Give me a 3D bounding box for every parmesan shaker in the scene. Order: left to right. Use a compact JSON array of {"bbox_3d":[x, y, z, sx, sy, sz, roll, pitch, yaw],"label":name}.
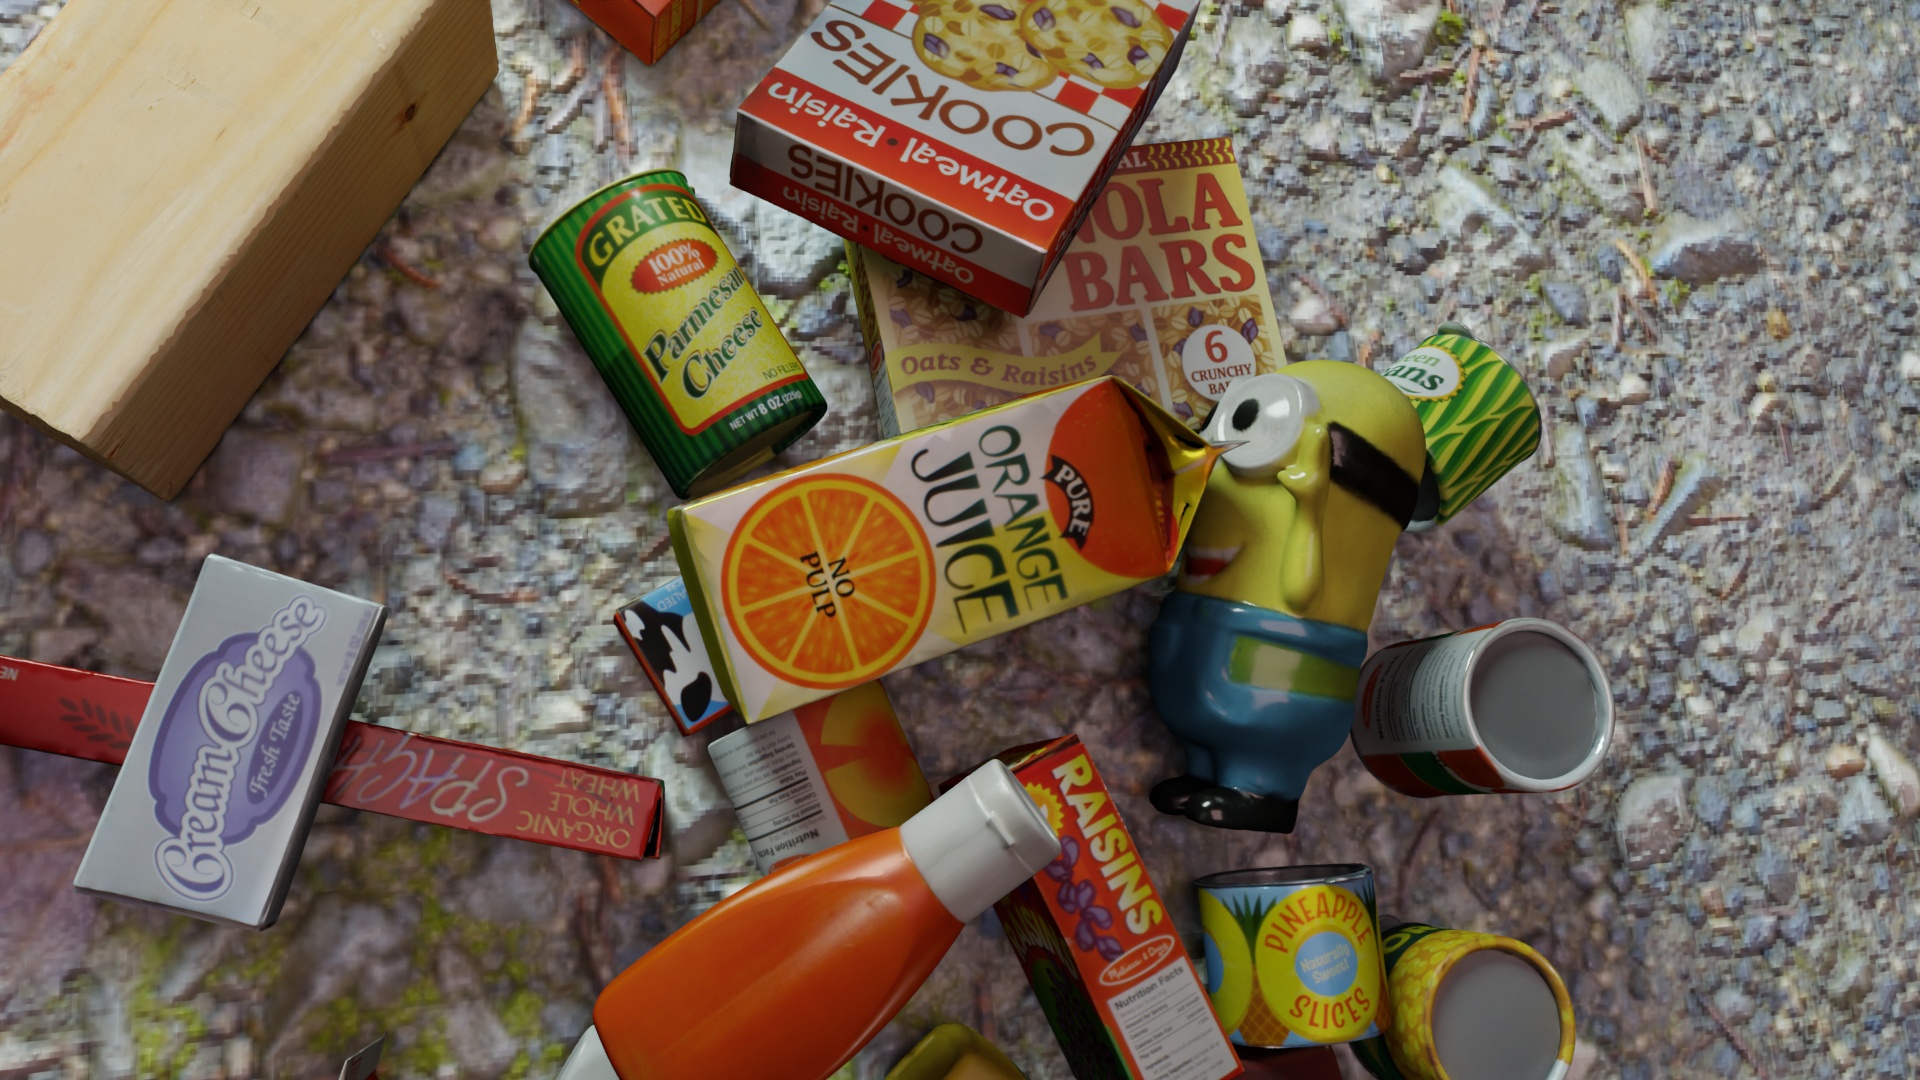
[{"bbox_3d":[-0.101,-0.076,0.514,0.071,0.071,0.103,-32,88,-18],"label":"parmesan shaker"}]

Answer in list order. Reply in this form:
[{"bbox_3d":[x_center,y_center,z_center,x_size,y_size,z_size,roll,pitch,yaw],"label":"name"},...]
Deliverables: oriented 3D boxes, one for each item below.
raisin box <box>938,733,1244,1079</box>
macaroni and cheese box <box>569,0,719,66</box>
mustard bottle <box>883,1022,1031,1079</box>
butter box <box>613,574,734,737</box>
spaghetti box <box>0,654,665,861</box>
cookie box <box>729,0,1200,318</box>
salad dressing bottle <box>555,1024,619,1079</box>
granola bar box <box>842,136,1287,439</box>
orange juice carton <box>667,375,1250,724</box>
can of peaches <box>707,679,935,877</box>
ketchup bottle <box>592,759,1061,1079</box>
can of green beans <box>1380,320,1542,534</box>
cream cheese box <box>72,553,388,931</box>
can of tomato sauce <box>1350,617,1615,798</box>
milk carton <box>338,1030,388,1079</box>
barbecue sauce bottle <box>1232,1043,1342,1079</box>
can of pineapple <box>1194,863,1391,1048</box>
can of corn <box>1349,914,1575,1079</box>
[{"bbox_3d":[0.043,0.134,0.494,0.040,0.086,0.123,-25,85,-16],"label":"raisin box"},{"bbox_3d":[-0.119,-0.295,0.568,0.124,0.040,0.167,39,72,-3],"label":"macaroni and cheese box"},{"bbox_3d":[0.039,0.240,0.485,0.049,0.065,0.160,-43,97,-13],"label":"mustard bottle"},{"bbox_3d":[-0.071,0.025,0.521,0.104,0.024,0.053,-30,87,-18],"label":"butter box"},{"bbox_3d":[-0.222,0.070,0.460,0.250,0.050,0.029,13,77,-11],"label":"spaghetti box"},{"bbox_3d":[0.006,-0.174,0.540,0.123,0.040,0.168,25,57,6],"label":"cookie box"},{"bbox_3d":[-0.071,0.217,0.471,0.147,0.044,0.064,30,65,-8],"label":"salad dressing bottle"},{"bbox_3d":[0.043,-0.094,0.567,0.166,0.039,0.124,-10,82,-16],"label":"granola bar box"},{"bbox_3d":[0.002,-0.006,0.485,0.193,0.072,0.073,-19,96,-15],"label":"orange juice carton"},{"bbox_3d":[-0.047,0.085,0.494,0.071,0.071,0.058,-24,85,-17],"label":"can of peaches"},{"bbox_3d":[-0.038,0.126,0.435,0.149,0.043,0.065,-36,84,2],"label":"ketchup bottle"},{"bbox_3d":[0.196,-0.045,0.581,0.058,0.071,0.071,-35,89,-17],"label":"can of green beans"},{"bbox_3d":[-0.218,0.061,0.422,0.053,0.024,0.104,17,74,-10],"label":"cream cheese box"},{"bbox_3d":[0.206,0.068,0.550,0.071,0.083,0.071,3,78,-13],"label":"can of tomato sauce"},{"bbox_3d":[-0.214,0.247,0.413,0.073,0.072,0.191,20,74,-9],"label":"milk carton"},{"bbox_3d":[0.121,0.261,0.508,0.065,0.043,0.148,-12,82,1],"label":"barbecue sauce bottle"},{"bbox_3d":[0.125,0.153,0.519,0.071,0.071,0.058,-3,80,-15],"label":"can of pineapple"},{"bbox_3d":[0.190,0.181,0.535,0.071,0.058,0.071,3,78,-14],"label":"can of corn"}]
